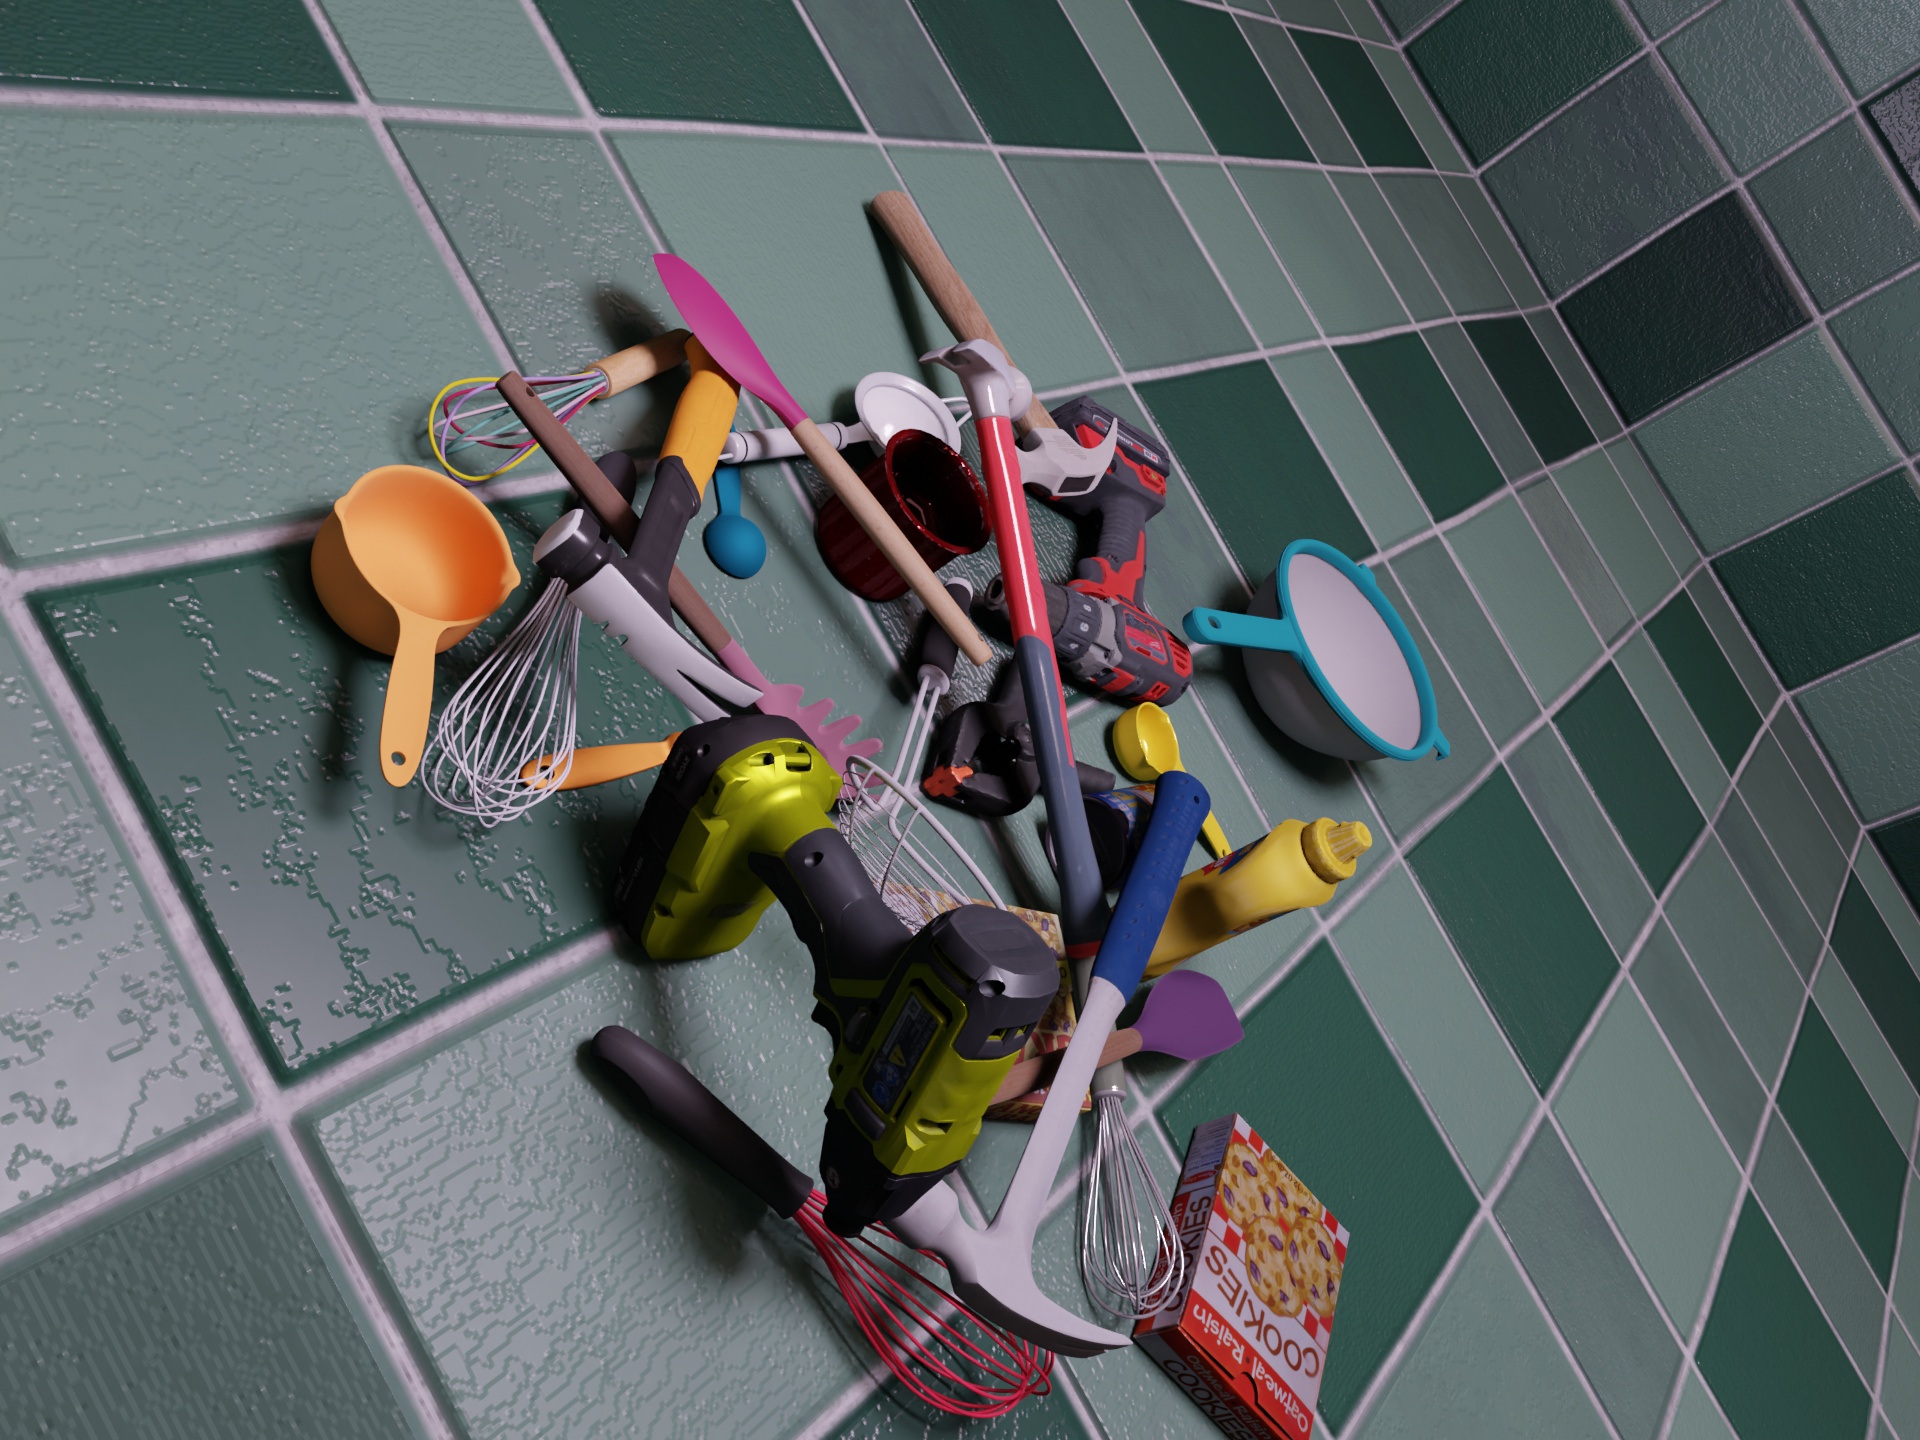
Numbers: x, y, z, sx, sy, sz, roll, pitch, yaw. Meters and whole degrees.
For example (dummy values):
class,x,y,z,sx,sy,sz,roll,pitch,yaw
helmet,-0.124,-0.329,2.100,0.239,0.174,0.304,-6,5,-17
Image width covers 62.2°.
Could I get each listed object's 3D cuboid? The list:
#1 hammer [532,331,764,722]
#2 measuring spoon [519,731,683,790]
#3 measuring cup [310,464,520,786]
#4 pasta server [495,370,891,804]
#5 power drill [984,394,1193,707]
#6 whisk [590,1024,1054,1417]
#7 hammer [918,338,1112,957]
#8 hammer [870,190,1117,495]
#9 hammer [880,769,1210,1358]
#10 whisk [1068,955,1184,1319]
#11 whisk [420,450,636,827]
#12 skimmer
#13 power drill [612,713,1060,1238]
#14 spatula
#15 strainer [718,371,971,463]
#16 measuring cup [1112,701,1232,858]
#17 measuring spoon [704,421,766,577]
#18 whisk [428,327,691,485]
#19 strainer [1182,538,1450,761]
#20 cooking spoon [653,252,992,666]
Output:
class,x,y,z,sx,sy,sz,roll,pitch,yaw
hammer,-0.147,-0.134,0.882,0.127,0.034,0.337,47,23,-27
measuring spoon,-0.183,0.020,0.841,0.117,0.011,0.021,-11,74,-51
measuring cup,-0.268,-0.038,0.756,0.095,0.052,0.174,23,51,-37
pasta server,-0.143,-0.065,0.881,0.316,0.040,0.060,53,26,-26
power drill,0.091,-0.132,1.205,0.187,0.080,0.227,23,52,-37
whisk,-0.066,0.247,0.780,0.295,0.073,0.073,43,40,-11
hammer,0.043,-0.042,0.992,0.143,0.038,0.386,-7,86,-73
hammer,0.013,-0.288,1.189,0.130,0.031,0.332,-3,51,-36
hammer,0.083,0.166,0.901,0.144,0.035,0.406,46,39,-12
whisk,0.090,0.238,0.972,0.057,0.059,0.247,71,10,-55
whisk,-0.209,-0.055,0.831,0.070,0.070,0.285,37,37,-26
skimmer,-0.002,-0.003,0.951,0.127,0.090,0.364,53,26,-23
power drill,-0.069,0.115,0.748,0.080,0.171,0.223,2,33,-47
spatula,0.089,0.194,0.956,0.315,0.018,0.060,-3,62,-54
strainer,-0.082,-0.192,1.071,0.258,0.050,0.087,-20,73,-51
measuring cup,0.161,0.056,1.199,0.156,0.029,0.062,57,36,-21
measuring spoon,-0.140,-0.148,0.997,0.042,0.021,0.129,17,52,-40
whisk,-0.224,-0.195,0.923,0.047,0.051,0.245,48,35,-4
strainer,0.265,-0.047,1.321,0.340,0.095,0.211,4,60,-46
cooking spoon,-0.083,-0.161,0.978,0.319,0.017,0.069,52,22,-2
